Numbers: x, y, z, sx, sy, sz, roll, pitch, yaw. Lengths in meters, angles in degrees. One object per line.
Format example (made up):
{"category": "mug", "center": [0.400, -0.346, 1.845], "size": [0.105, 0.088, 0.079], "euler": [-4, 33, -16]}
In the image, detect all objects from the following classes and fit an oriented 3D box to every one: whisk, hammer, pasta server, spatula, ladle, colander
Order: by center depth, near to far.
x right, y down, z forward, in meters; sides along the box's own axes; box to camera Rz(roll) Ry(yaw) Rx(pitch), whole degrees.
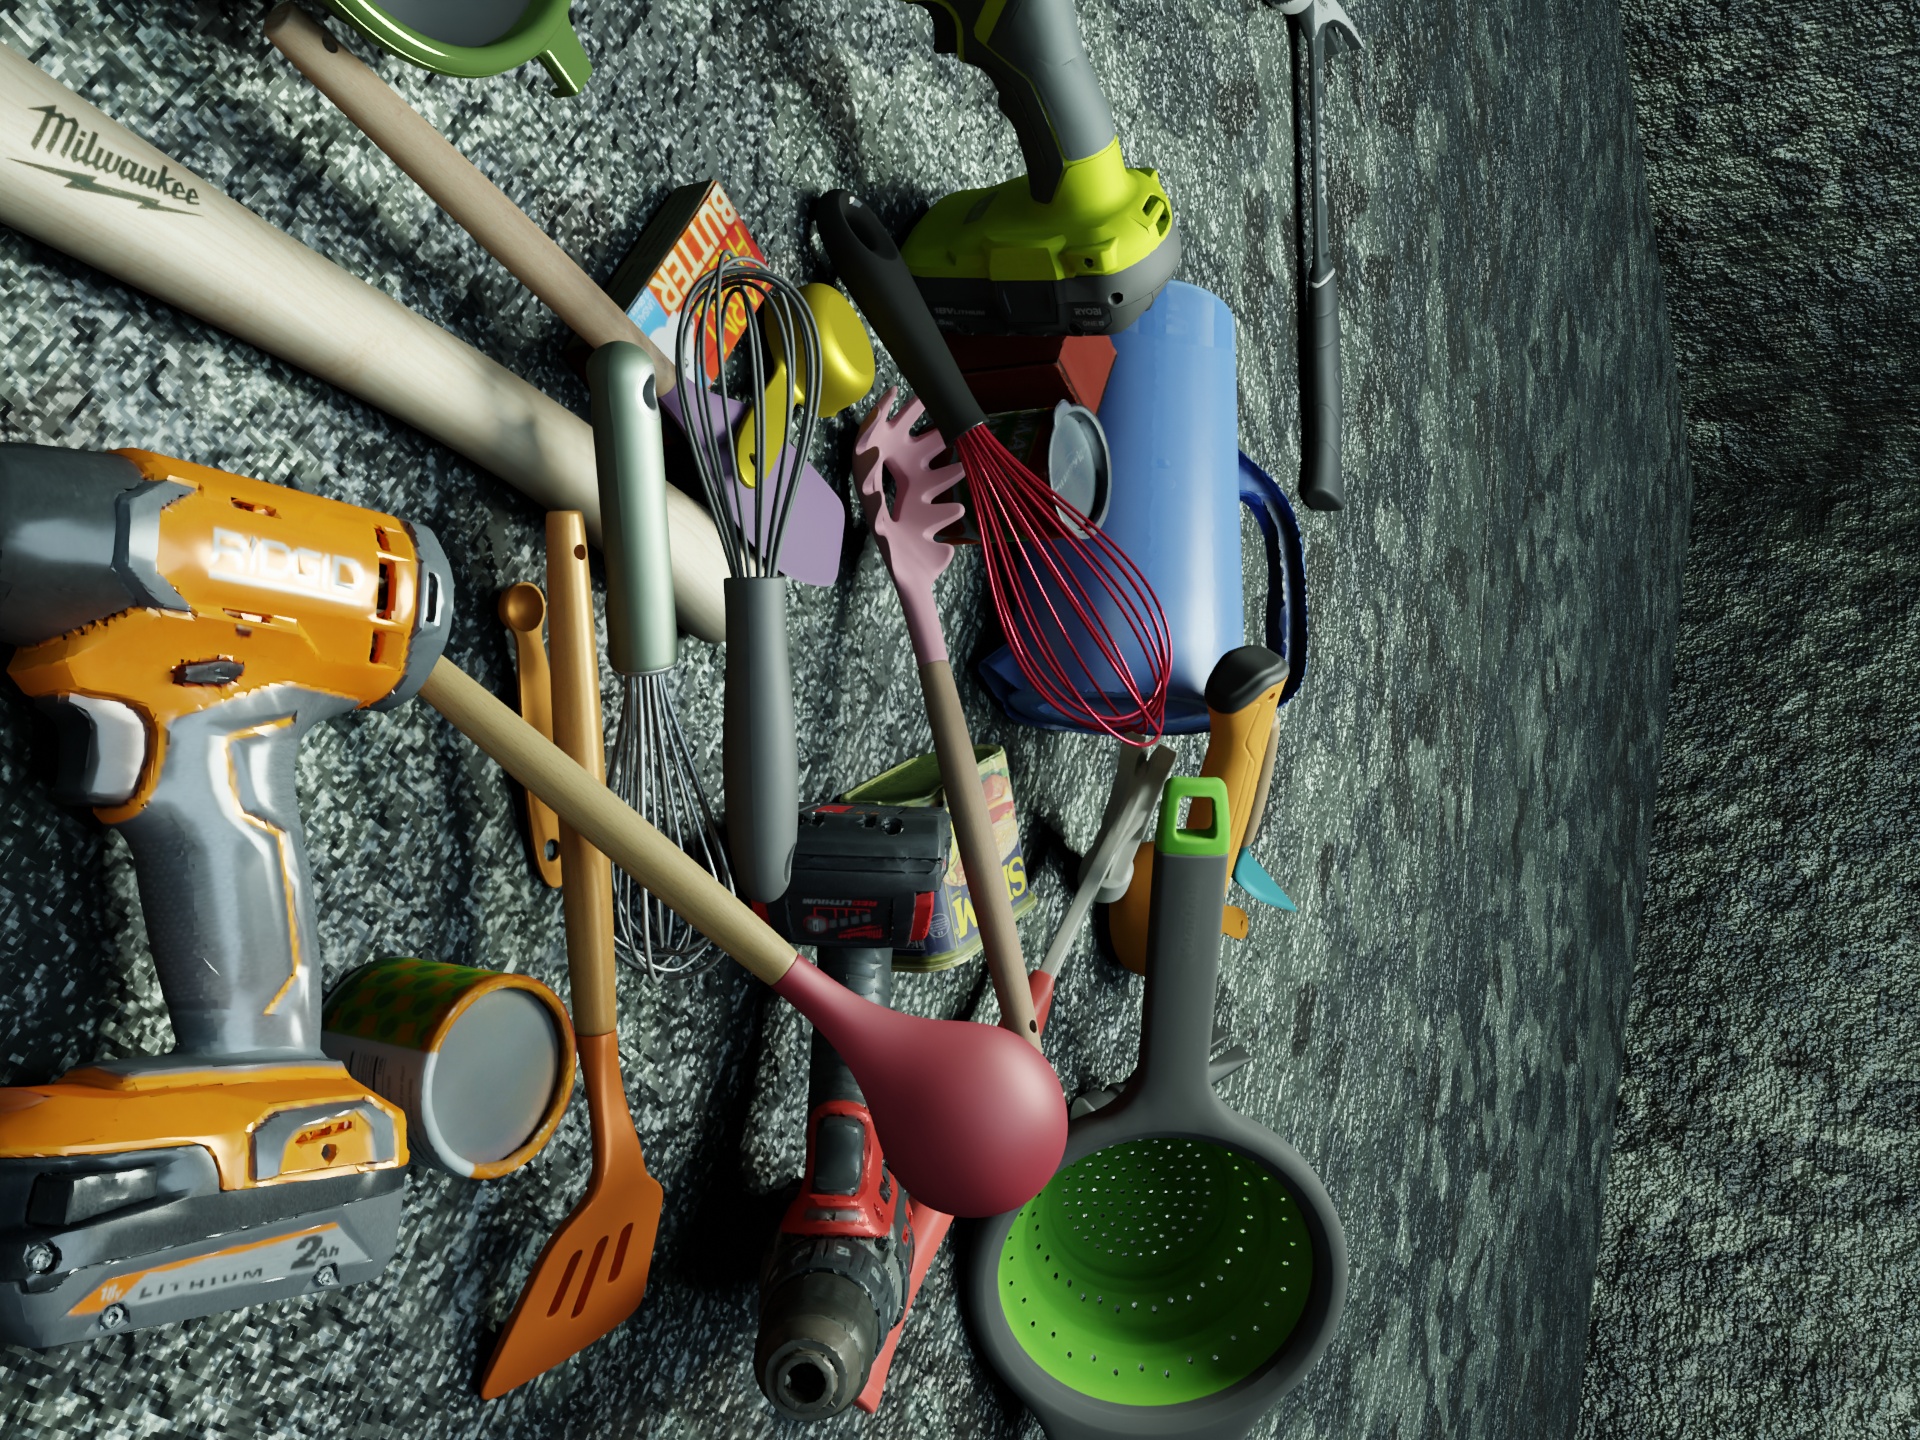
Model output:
{"category": "hammer", "center": [-0.188, -0.129, 0.516], "size": [0.410, 0.038, 0.146], "euler": [31, 63, -54]}
{"category": "ladle", "center": [-0.080, 0.069, 0.552], "size": [0.315, 0.031, 0.069], "euler": [41, 78, -10]}
{"category": "spatula", "center": [-0.140, 0.087, 0.575], "size": [0.081, 0.041, 0.322], "euler": [-13, 104, -56]}
{"category": "spatula", "center": [-0.125, -0.137, 0.580], "size": [0.315, 0.018, 0.060], "euler": [42, 47, -52]}
{"category": "whisk", "center": [-0.116, -0.013, 0.582], "size": [0.058, 0.059, 0.246], "euler": [-65, 156, -68]}
{"category": "whisk", "center": [-0.076, -0.051, 0.585], "size": [0.055, 0.055, 0.239], "euler": [-10, 101, -57]}
{"category": "pasta server", "center": [-0.001, -0.002, 0.733], "size": [0.060, 0.040, 0.316], "euler": [1, 70, -47]}
{"category": "whisk", "center": [0.013, -0.116, 0.736], "size": [0.073, 0.073, 0.296], "euler": [-32, 92, -53]}
{"category": "hammer", "center": [0.023, 0.172, 0.812], "size": [0.359, 0.037, 0.149], "euler": [-59, 168, -33]}
{"category": "colander", "center": [0.107, 0.210, 0.867], "size": [0.094, 0.204, 0.397], "euler": [-95, -173, -74]}
{"category": "hammer", "center": [0.136, 0.100, 0.881], "size": [0.127, 0.034, 0.336], "euler": [-21, 135, -32]}
{"category": "spatula", "center": [0.183, 0.055, 0.985], "size": [0.044, 0.082, 0.317], "euler": [-35, 158, -10]}
{"category": "hammer", "center": [0.286, -0.372, 1.263], "size": [0.149, 0.036, 0.409], "euler": [-13, 102, -58]}

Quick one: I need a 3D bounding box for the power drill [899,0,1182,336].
{"category": "power drill", "center": [0.011, -0.290, 0.720], "size": [0.080, 0.171, 0.223], "euler": [-62, 147, -36]}

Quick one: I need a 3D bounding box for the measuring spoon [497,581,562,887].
{"category": "measuring spoon", "center": [-0.159, 0.006, 0.590], "size": [0.021, 0.011, 0.117], "euler": [-23, 114, -56]}

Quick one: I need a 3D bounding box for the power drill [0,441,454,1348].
{"category": "power drill", "center": [-0.222, 0.039, 0.426], "size": [0.164, 0.084, 0.226], "euler": [13, 75, -57]}

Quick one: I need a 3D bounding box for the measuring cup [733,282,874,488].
{"category": "measuring cup", "center": [-0.065, -0.138, 0.665], "size": [0.062, 0.029, 0.157], "euler": [59, 22, -27]}

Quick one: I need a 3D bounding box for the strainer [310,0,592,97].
{"category": "strainer", "center": [-0.210, -0.255, 0.435], "size": [0.256, 0.069, 0.151], "euler": [-28, 115, -59]}

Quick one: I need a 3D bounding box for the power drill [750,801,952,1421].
{"category": "power drill", "center": [-0.049, 0.149, 0.643], "size": [0.188, 0.080, 0.227], "euler": [16, 76, -88]}

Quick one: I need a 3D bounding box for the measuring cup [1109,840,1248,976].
{"category": "measuring cup", "center": [0.144, 0.126, 1.034], "size": [0.173, 0.052, 0.095], "euler": [25, 68, -64]}
